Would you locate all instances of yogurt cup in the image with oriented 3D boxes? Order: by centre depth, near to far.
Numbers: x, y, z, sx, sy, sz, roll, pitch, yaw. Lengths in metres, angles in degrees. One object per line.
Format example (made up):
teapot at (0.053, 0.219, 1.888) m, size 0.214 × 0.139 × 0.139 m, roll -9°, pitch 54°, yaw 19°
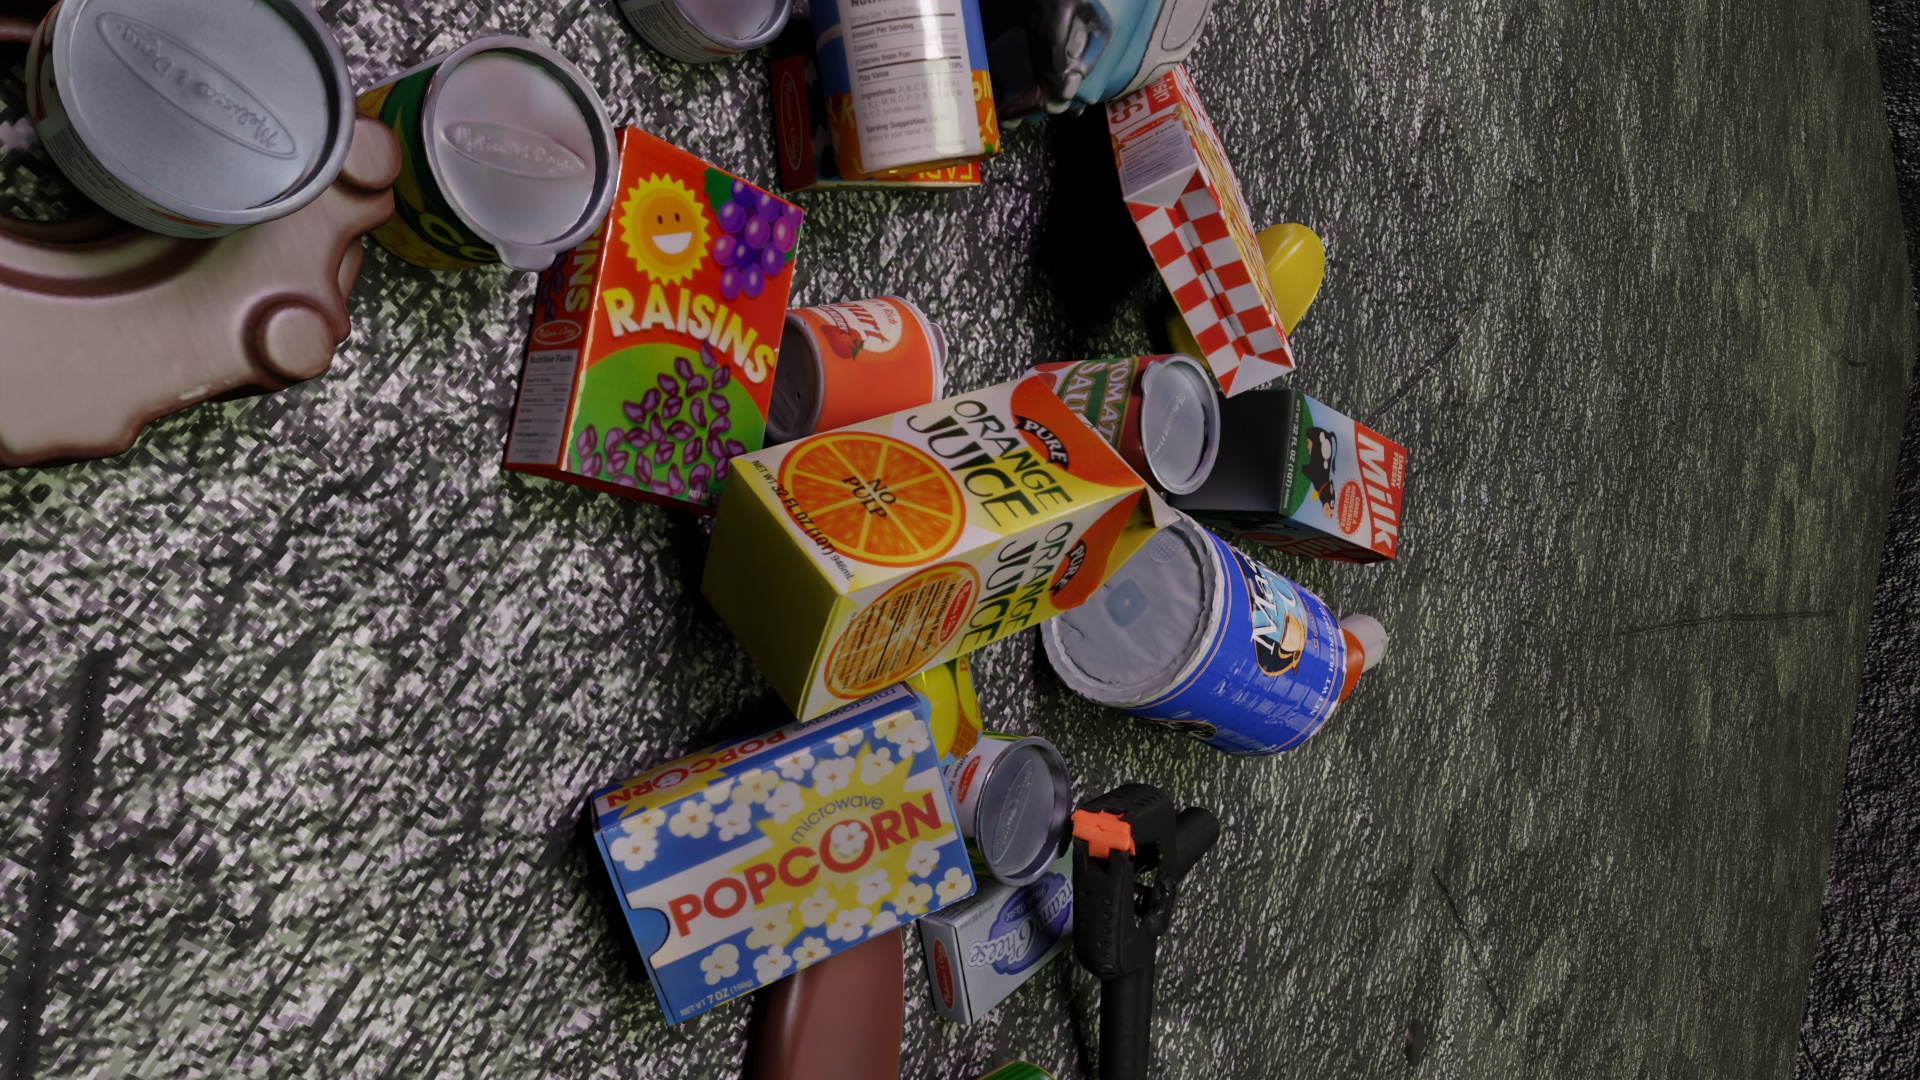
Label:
yogurt cup at (-0.048, -0.065, 0.559) m, size 0.054 × 0.072 × 0.072 m, roll -6°, pitch 96°, yaw -40°

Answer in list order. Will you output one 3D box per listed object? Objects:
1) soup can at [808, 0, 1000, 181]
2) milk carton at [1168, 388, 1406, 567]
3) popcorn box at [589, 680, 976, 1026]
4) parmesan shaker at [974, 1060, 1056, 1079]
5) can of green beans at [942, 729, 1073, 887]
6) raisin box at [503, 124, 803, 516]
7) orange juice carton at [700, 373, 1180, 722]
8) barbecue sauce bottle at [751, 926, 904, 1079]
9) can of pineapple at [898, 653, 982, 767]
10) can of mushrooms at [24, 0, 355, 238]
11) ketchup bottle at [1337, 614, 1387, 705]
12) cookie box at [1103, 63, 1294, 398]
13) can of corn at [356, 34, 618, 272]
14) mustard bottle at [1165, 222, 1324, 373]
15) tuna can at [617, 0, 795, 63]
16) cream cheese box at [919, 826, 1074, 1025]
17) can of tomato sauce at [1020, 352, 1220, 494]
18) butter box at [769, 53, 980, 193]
soup can at (-0.023, -0.188, 0.544) m, size 0.071 × 0.071 × 0.083 m, roll -20°, pitch 106°, yaw -46°
milk carton at (0.210, -0.033, 0.836) m, size 0.190 × 0.073 × 0.072 m, roll 14°, pitch 81°, yaw -48°
popcorn box at (-0.065, 0.115, 0.524) m, size 0.127 × 0.038 × 0.085 m, roll -20°, pitch 109°, yaw -15°
parmesan shaker at (0.000, 0.287, 0.624) m, size 0.103 × 0.071 × 0.071 m, roll -7°, pitch 97°, yaw -47°
can of green beans at (0.008, 0.119, 0.631) m, size 0.071 × 0.058 × 0.071 m, roll -3°, pitch 94°, yaw -48°
raisin box at (-0.109, -0.076, 0.508) m, size 0.086 × 0.040 × 0.123 m, roll 15°, pitch 81°, yaw -47°
orange juice carton at (0.002, -0.007, 0.546) m, size 0.193 × 0.072 × 0.072 m, roll -20°, pitch 146°, yaw -38°
barbecue sauce bottle at (-0.051, 0.178, 0.579) m, size 0.065 × 0.043 × 0.148 m, roll 11°, pitch 83°, yaw -46°
can of pineapple at (-0.025, 0.060, 0.584) m, size 0.071 × 0.071 × 0.057 m, roll -27°, pitch 112°, yaw -44°
can of mushrooms at (-0.187, -0.111, 0.341) m, size 0.071 × 0.033 × 0.071 m, roll -1°, pitch 91°, yaw -45°
ketchup bottle at (0.222, 0.081, 0.876) m, size 0.149 × 0.043 × 0.064 m, roll -16°, pitch 105°, yaw -47°
cookie box at (0.115, -0.170, 0.693) m, size 0.122 × 0.040 × 0.168 m, roll 53°, pitch 23°, yaw -35°
can of corn at (-0.154, -0.118, 0.442) m, size 0.071 × 0.058 × 0.071 m, roll -3°, pitch 94°, yaw -48°
mustard bottle at (0.176, -0.149, 0.804) m, size 0.161 × 0.065 × 0.048 m, roll -43°, pitch 118°, yaw -43°
tuna can at (-0.096, -0.217, 0.521) m, size 0.071 × 0.033 × 0.071 m, roll -3°, pitch 94°, yaw -48°
cream cheese box at (0.026, 0.184, 0.678) m, size 0.104 × 0.024 × 0.053 m, roll -24°, pitch 111°, yaw -45°
can of tomato sauce at (0.072, -0.057, 0.676) m, size 0.071 × 0.083 × 0.071 m, roll -3°, pitch 94°, yaw -48°
butter box at (-0.034, -0.177, 0.597) m, size 0.104 × 0.024 × 0.053 m, roll -15°, pitch 103°, yaw -46°
